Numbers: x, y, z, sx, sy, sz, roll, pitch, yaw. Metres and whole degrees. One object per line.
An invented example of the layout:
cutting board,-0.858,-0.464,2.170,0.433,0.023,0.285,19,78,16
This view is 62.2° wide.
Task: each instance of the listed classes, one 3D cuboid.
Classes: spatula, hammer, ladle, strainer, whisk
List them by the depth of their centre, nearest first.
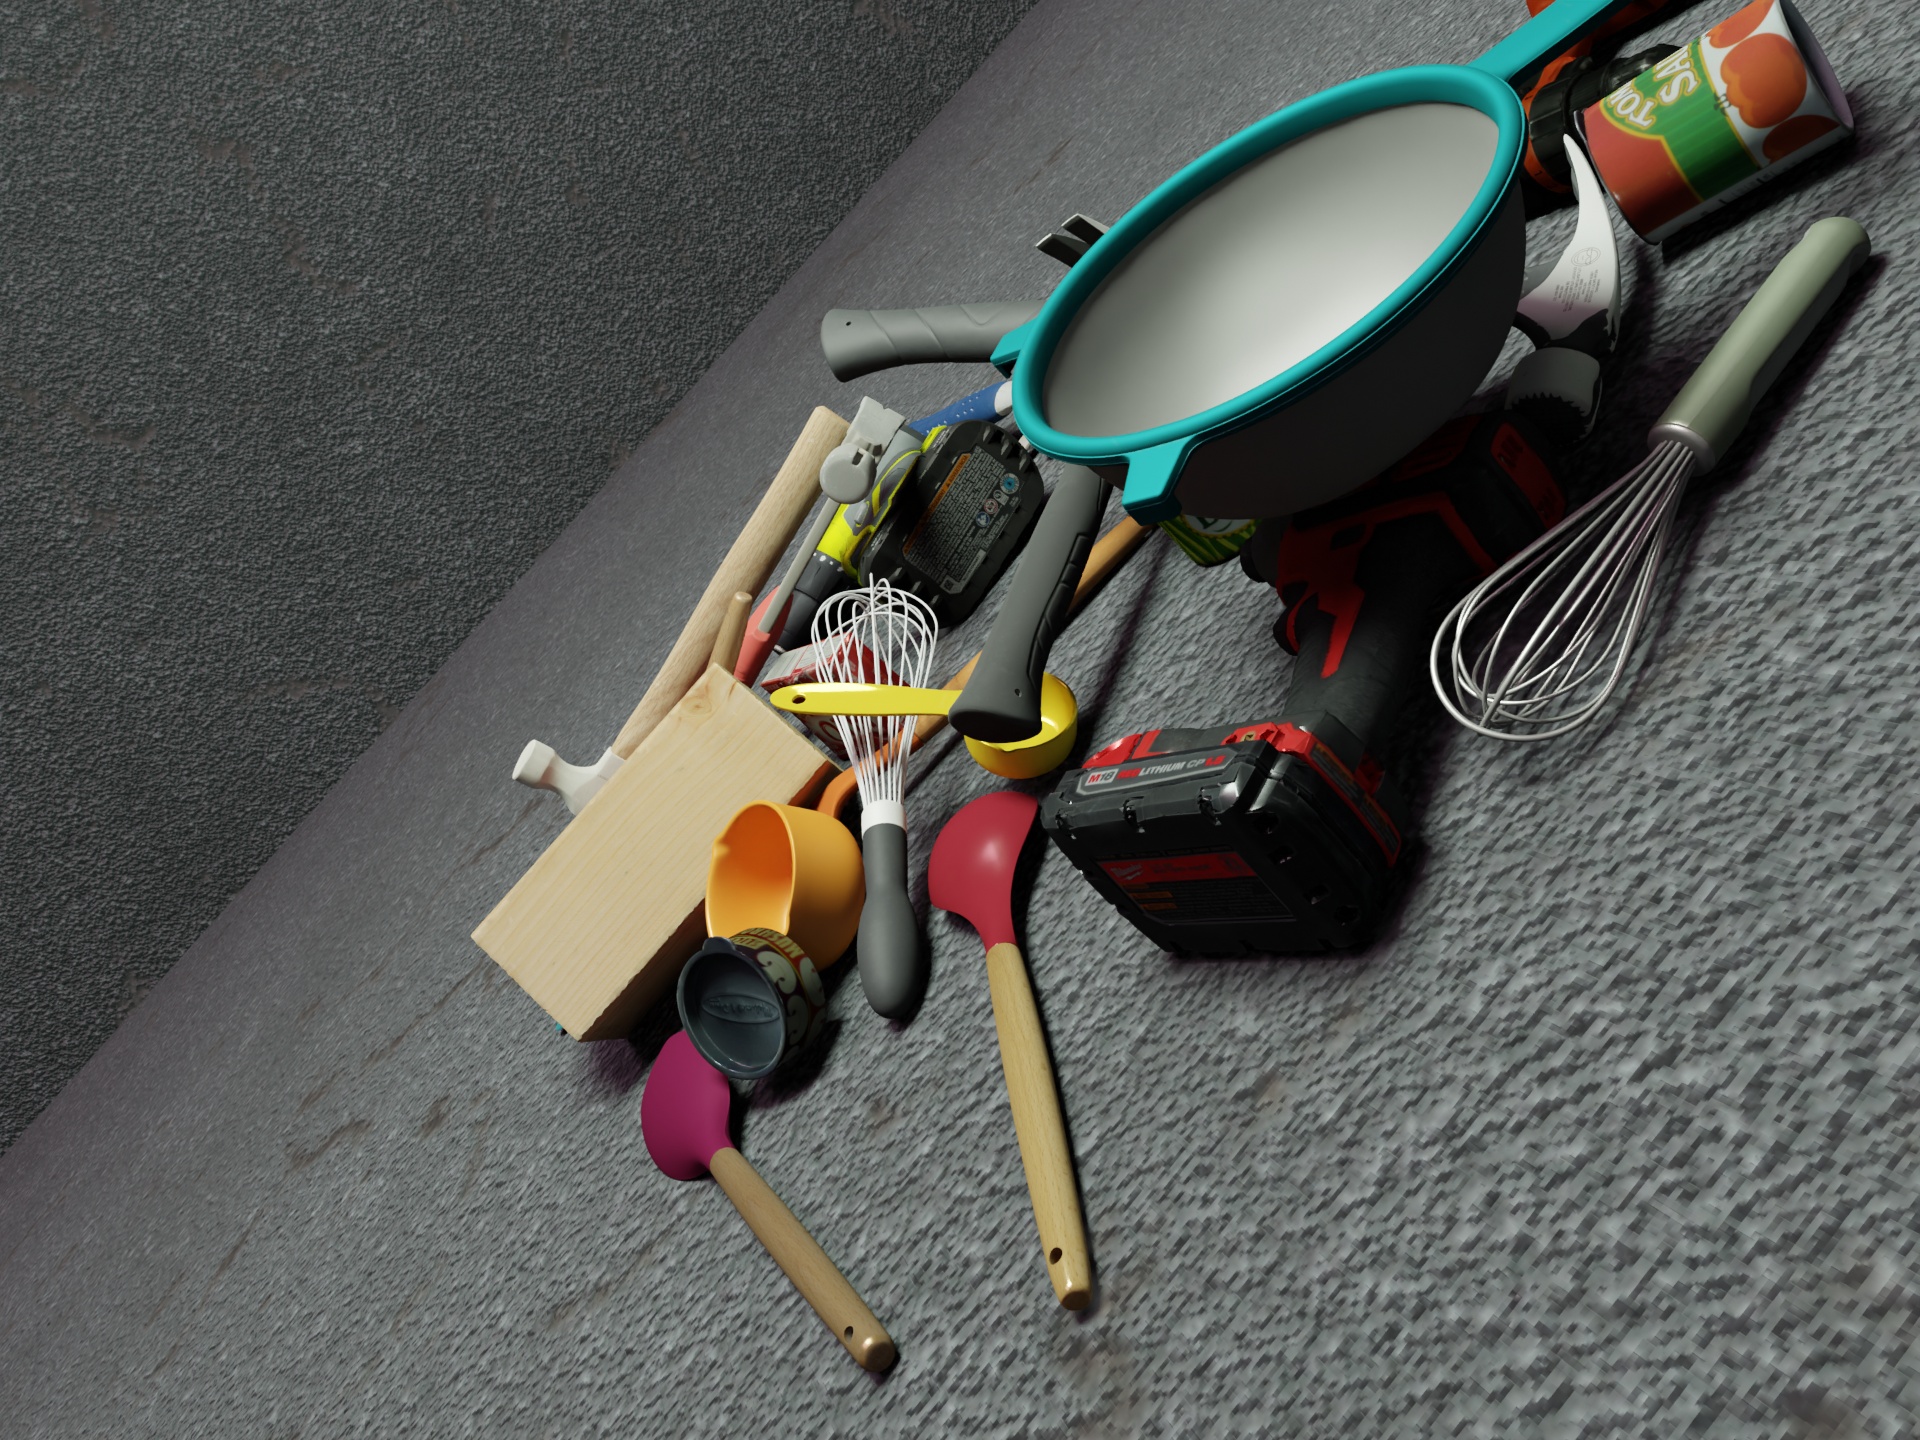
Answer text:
whisk,0.245,-0.087,0.548,0.059,0.057,0.246,33,75,28
strainer,0.181,-0.185,0.607,0.340,0.095,0.211,-37,31,6
ladle,0.020,0.112,0.643,0.069,0.031,0.316,-43,24,15
hammer,0.100,-0.195,0.758,0.409,0.036,0.149,5,62,33
whisk,-0.039,0.028,0.808,0.070,0.070,0.285,-35,40,28
hammer,0.060,-0.123,0.818,0.035,0.146,0.335,-25,33,47
spatula,-0.001,-0.003,0.885,0.322,0.041,0.081,-43,22,-1
spatula,-0.192,0.058,1.011,0.082,0.044,0.317,-96,25,-65
hammer,-0.138,-0.044,1.044,0.359,0.036,0.149,-58,8,24
hammer,-0.168,-0.067,1.100,0.331,0.130,0.031,-57,22,7
hammer,0.040,-0.233,1.115,0.144,0.035,0.405,-64,18,-9

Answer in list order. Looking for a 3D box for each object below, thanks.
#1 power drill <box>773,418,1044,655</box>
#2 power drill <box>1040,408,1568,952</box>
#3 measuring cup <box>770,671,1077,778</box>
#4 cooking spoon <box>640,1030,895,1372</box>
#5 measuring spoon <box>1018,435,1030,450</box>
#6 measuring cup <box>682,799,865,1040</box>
power drill,-0.049,-0.121,1.099,0.190,0.080,0.228,-58,21,-9
power drill,0.130,-0.021,0.604,0.143,0.078,0.220,-12,38,54
measuring cup,-0.018,0.001,0.790,0.156,0.029,0.062,3,45,14
cooking spoon,-0.096,0.204,0.699,0.319,0.017,0.069,15,83,63
measuring spoon,0.053,-0.195,1.126,0.124,0.018,0.034,-54,23,3
measuring cup,-0.102,0.125,0.824,0.095,0.052,0.173,40,113,51
